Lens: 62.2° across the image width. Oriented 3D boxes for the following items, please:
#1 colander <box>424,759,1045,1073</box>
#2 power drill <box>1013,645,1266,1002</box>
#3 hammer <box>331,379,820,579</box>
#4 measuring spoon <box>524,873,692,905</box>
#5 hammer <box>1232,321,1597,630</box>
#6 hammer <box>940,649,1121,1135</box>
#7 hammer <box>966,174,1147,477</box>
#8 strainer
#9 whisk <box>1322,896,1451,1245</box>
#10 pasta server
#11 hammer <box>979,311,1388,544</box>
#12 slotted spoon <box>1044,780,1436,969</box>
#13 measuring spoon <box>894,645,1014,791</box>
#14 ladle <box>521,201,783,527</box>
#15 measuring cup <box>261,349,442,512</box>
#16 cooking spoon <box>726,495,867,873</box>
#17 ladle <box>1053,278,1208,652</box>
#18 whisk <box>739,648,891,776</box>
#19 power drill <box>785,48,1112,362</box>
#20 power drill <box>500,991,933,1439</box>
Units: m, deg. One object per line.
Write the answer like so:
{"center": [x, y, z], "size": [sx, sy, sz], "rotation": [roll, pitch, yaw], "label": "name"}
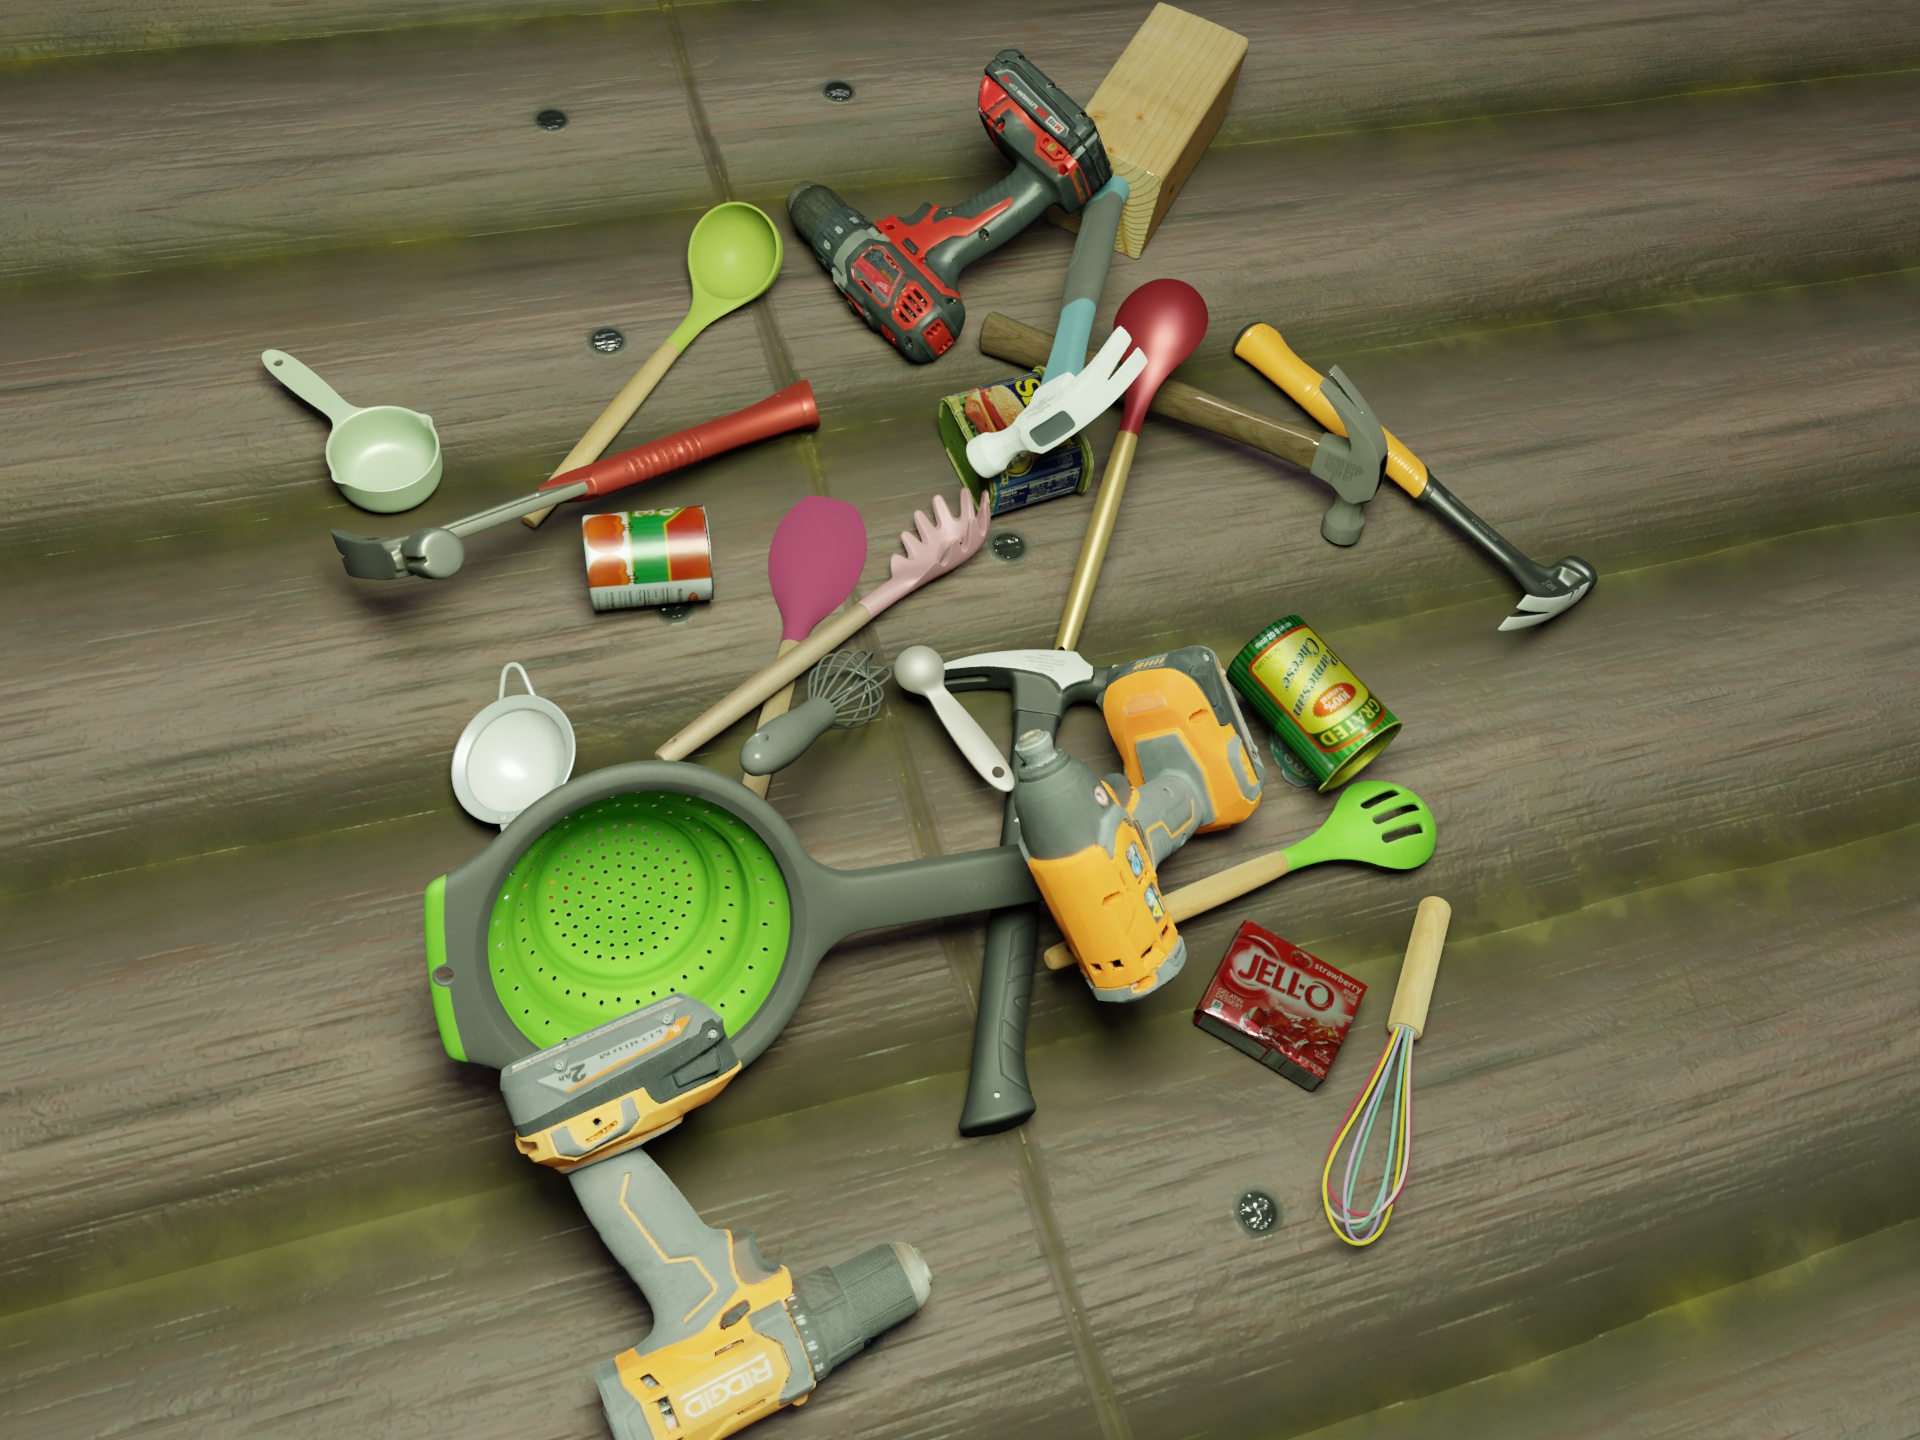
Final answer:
{"center": [-0.115, 0.105, 0.958], "size": [0.397, 0.095, 0.204], "rotation": [-7, 104, -20], "label": "colander"}
{"center": [0.105, 0.041, 0.966], "size": [0.164, 0.084, 0.226], "rotation": [64, 34, -17], "label": "power drill"}
{"center": [-0.247, -0.171, 1.107], "size": [0.359, 0.036, 0.149], "rotation": [-29, 24, -36], "label": "hammer"}
{"center": [-0.222, 0.105, 1.003], "size": [0.117, 0.011, 0.021], "rotation": [-2, 61, -9], "label": "measuring spoon"}
{"center": [0.333, -0.197, 1.226], "size": [0.127, 0.034, 0.337], "rotation": [-21, 60, -45], "label": "hammer"}
{"center": [0.032, 0.101, 1.026], "size": [0.146, 0.035, 0.335], "rotation": [8, 61, 1], "label": "hammer"}
{"center": [0.088, -0.311, 1.182], "size": [0.033, 0.128, 0.331], "rotation": [45, 39, -30], "label": "hammer"}
{"center": [-0.279, 0.088, 0.985], "size": [0.087, 0.050, 0.259], "rotation": [-9, 62, 13], "label": "strainer"}
{"center": [0.272, 0.211, 0.997], "size": [0.047, 0.051, 0.245], "rotation": [20, 57, 10], "label": "whisk"}
{"center": [-0.088, -0.067, 1.090], "size": [0.060, 0.040, 0.316], "rotation": [15, 45, 45], "label": "pasta server"}
{"center": [0.165, -0.246, 1.213], "size": [0.331, 0.130, 0.031], "rotation": [24, 50, 15], "label": "hammer"}
{"center": [0.190, 0.102, 1.035], "size": [0.313, 0.031, 0.070], "rotation": [-18, 64, -24], "label": "slotted spoon"}
{"center": [-0.002, -0.003, 1.050], "size": [0.034, 0.018, 0.124], "rotation": [-30, 68, -18], "label": "measuring spoon"}
{"center": [-0.233, -0.269, 1.191], "size": [0.078, 0.062, 0.320], "rotation": [24, 62, 14], "label": "ladle"}
{"center": [-0.440, -0.209, 1.137], "size": [0.168, 0.038, 0.083], "rotation": [38, 62, 16], "label": "measuring cup"}
{"center": [-0.121, -0.031, 1.091], "size": [0.068, 0.017, 0.319], "rotation": [12, 59, -2], "label": "cooking spoon"}
{"center": [0.113, -0.183, 1.151], "size": [0.069, 0.031, 0.315], "rotation": [14, 80, 17], "label": "ladle"}
{"center": [-0.092, -0.005, 0.991], "size": [0.055, 0.055, 0.239], "rotation": [24, 17, 6], "label": "whisk"}
{"center": [-0.015, -0.415, 1.254], "size": [0.226, 0.080, 0.188], "rotation": [-43, 71, 5], "label": "power drill"}
{"center": [-0.130, 0.263, 0.858], "size": [0.185, 0.084, 0.226], "rotation": [-21, 90, -18], "label": "power drill"}
